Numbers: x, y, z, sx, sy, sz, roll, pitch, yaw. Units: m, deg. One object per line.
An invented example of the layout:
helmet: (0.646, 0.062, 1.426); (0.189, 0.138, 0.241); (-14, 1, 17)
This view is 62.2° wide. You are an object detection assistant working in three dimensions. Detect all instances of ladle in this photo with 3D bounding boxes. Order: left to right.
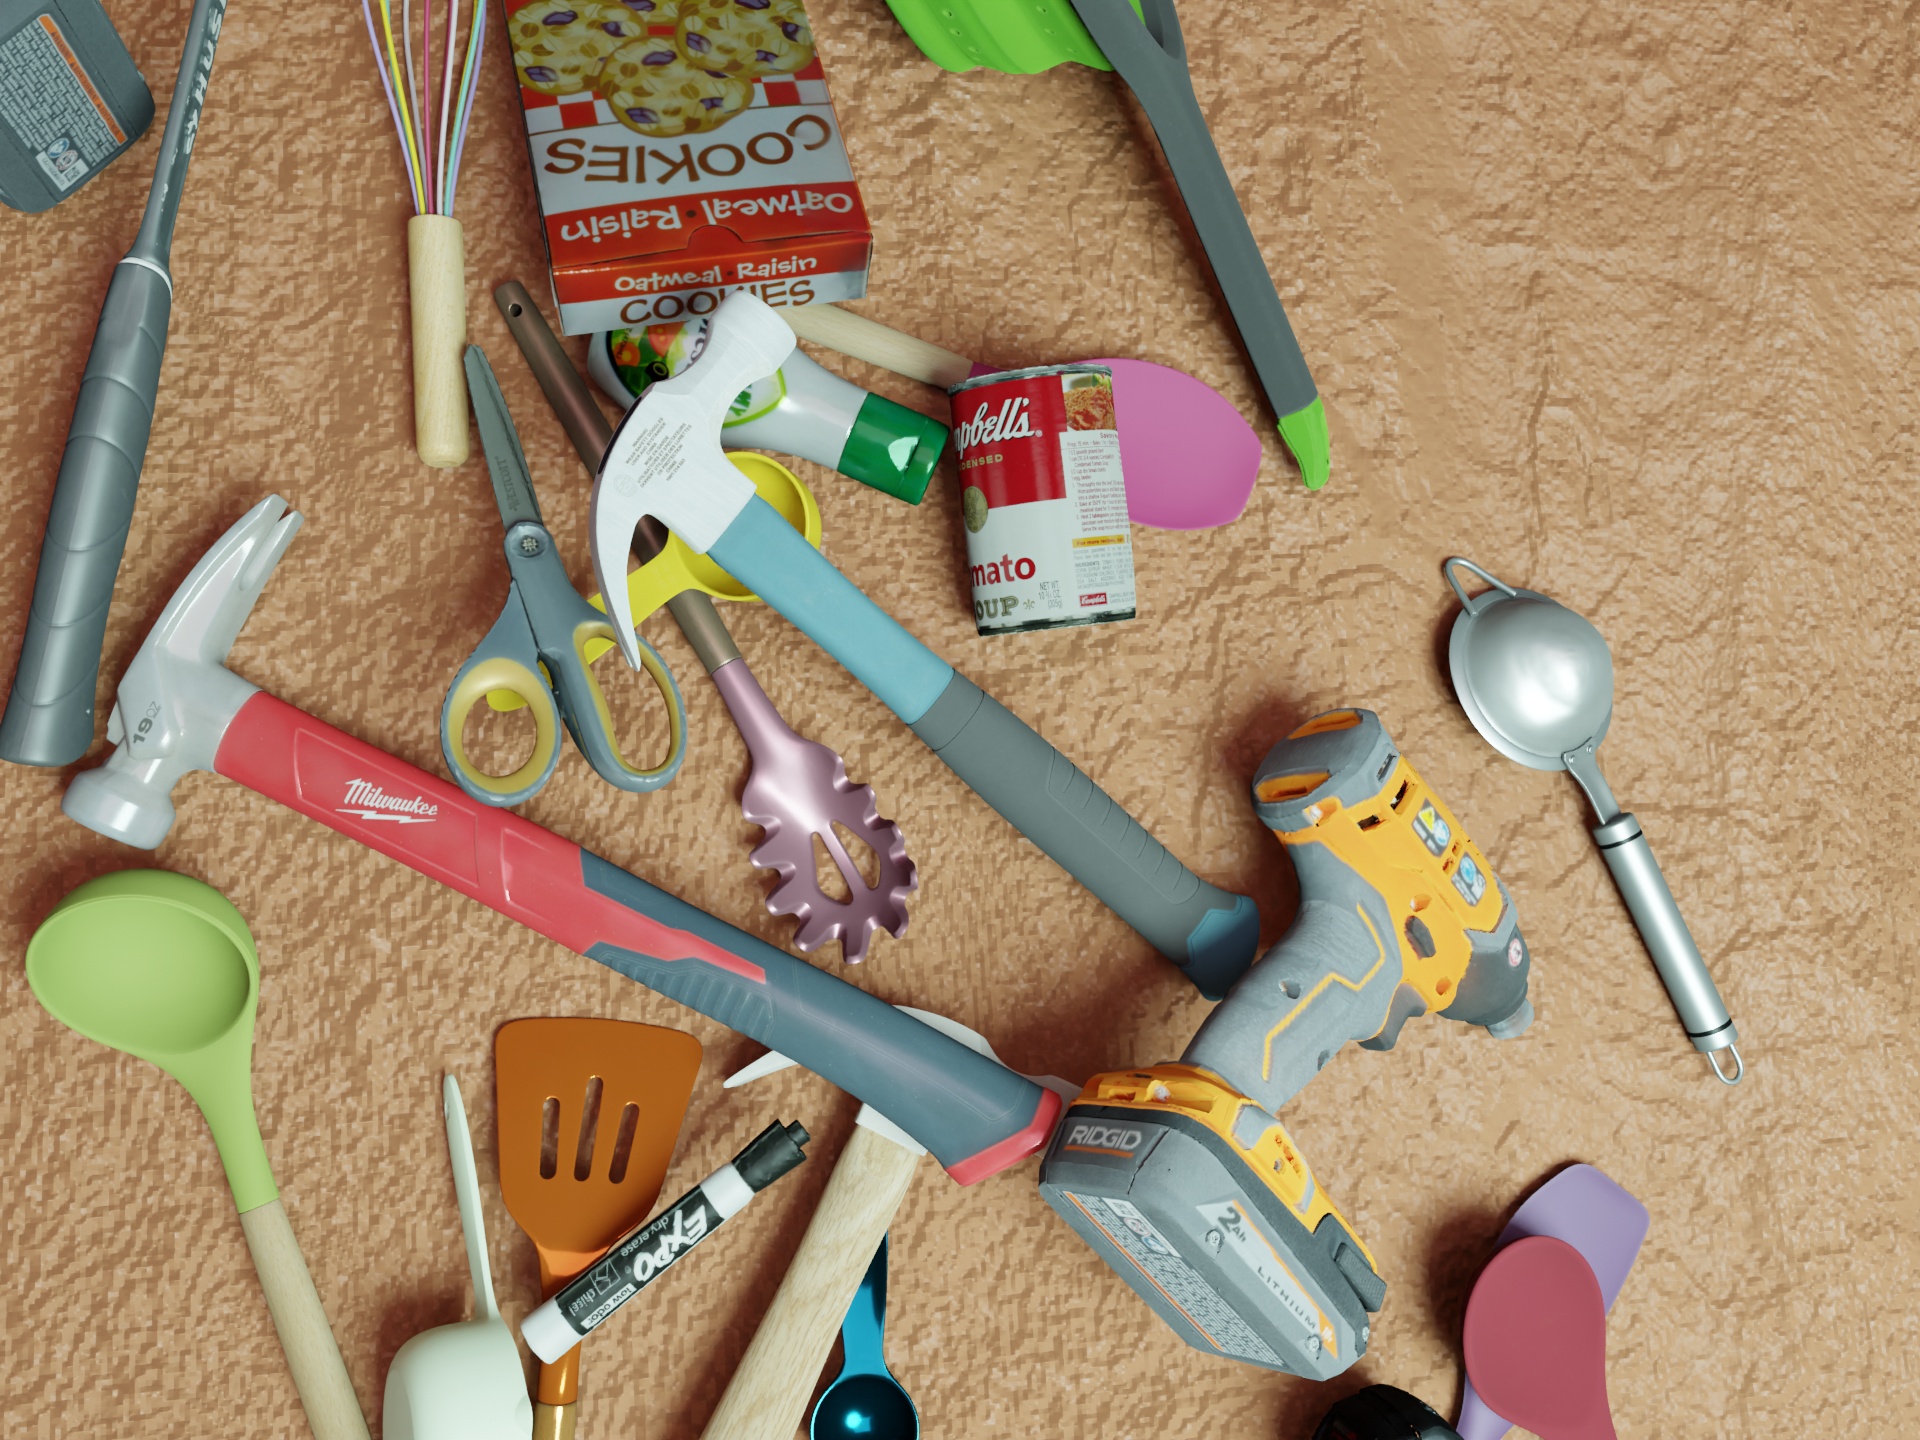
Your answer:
ladle: (-0.253, 0.205, 0.578); (0.078, 0.062, 0.320); (-21, 88, 5)
ladle: (0.288, 0.344, 0.641); (0.069, 0.031, 0.315); (-32, 93, -15)

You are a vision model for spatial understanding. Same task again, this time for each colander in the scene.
colander: (0.045, -0.268, 0.673); (0.094, 0.204, 0.397); (-21, 102, 23)

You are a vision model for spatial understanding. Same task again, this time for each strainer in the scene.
strainer: (0.284, 0.039, 0.691); (0.087, 0.050, 0.258); (-25, 89, -26)

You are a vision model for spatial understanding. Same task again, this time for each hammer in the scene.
hammer: (-0.305, -0.184, 0.603); (0.036, 0.149, 0.409); (12, 87, -14)
hammer: (-0.134, 0.055, 0.601); (0.386, 0.038, 0.143); (26, 80, 4)
hammer: (-0.079, 0.261, 0.590); (0.130, 0.031, 0.331); (25, 76, 6)
hammer: (-0.001, -0.002, 0.608); (0.330, 0.033, 0.128); (41, 84, -19)

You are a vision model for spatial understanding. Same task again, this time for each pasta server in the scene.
pasta server: (-0.110, -0.046, 0.646); (0.060, 0.040, 0.316); (-31, 86, 2)

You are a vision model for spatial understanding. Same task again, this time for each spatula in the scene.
spatula: (-0.153, 0.277, 0.599); (0.081, 0.041, 0.323); (6, 85, -8)
spatula: (0.188, 0.321, 0.643); (0.059, 0.018, 0.316); (36, 77, -6)

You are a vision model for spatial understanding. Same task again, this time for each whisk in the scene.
whisk: (-0.215, -0.226, 0.659); (0.051, 0.047, 0.245); (-4, 86, 3)

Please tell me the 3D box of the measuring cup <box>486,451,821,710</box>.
measuring cup: (-0.122, -0.048, 0.629); (0.156, 0.029, 0.062); (-33, 83, 14)

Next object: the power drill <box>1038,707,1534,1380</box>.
power drill: (0.143, 0.127, 0.609); (0.164, 0.084, 0.226); (49, 58, -19)

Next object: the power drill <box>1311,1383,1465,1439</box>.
power drill: (0.091, 0.337, 0.585); (0.219, 0.078, 0.143); (-20, 79, -7)

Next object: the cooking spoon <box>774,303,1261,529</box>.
cooking spoon: (-0.021, -0.157, 0.685); (0.319, 0.017, 0.069); (20, 90, -5)

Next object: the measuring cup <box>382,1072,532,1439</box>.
measuring cup: (-0.191, 0.213, 0.580); (0.038, 0.083, 0.168); (-1, 65, -32)

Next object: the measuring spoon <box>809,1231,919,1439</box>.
measuring spoon: (-0.038, 0.232, 0.628); (0.042, 0.021, 0.129); (-1, 72, -1)

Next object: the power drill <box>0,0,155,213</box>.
power drill: (-0.418, -0.312, 0.569); (0.226, 0.185, 0.084); (43, 77, -3)
